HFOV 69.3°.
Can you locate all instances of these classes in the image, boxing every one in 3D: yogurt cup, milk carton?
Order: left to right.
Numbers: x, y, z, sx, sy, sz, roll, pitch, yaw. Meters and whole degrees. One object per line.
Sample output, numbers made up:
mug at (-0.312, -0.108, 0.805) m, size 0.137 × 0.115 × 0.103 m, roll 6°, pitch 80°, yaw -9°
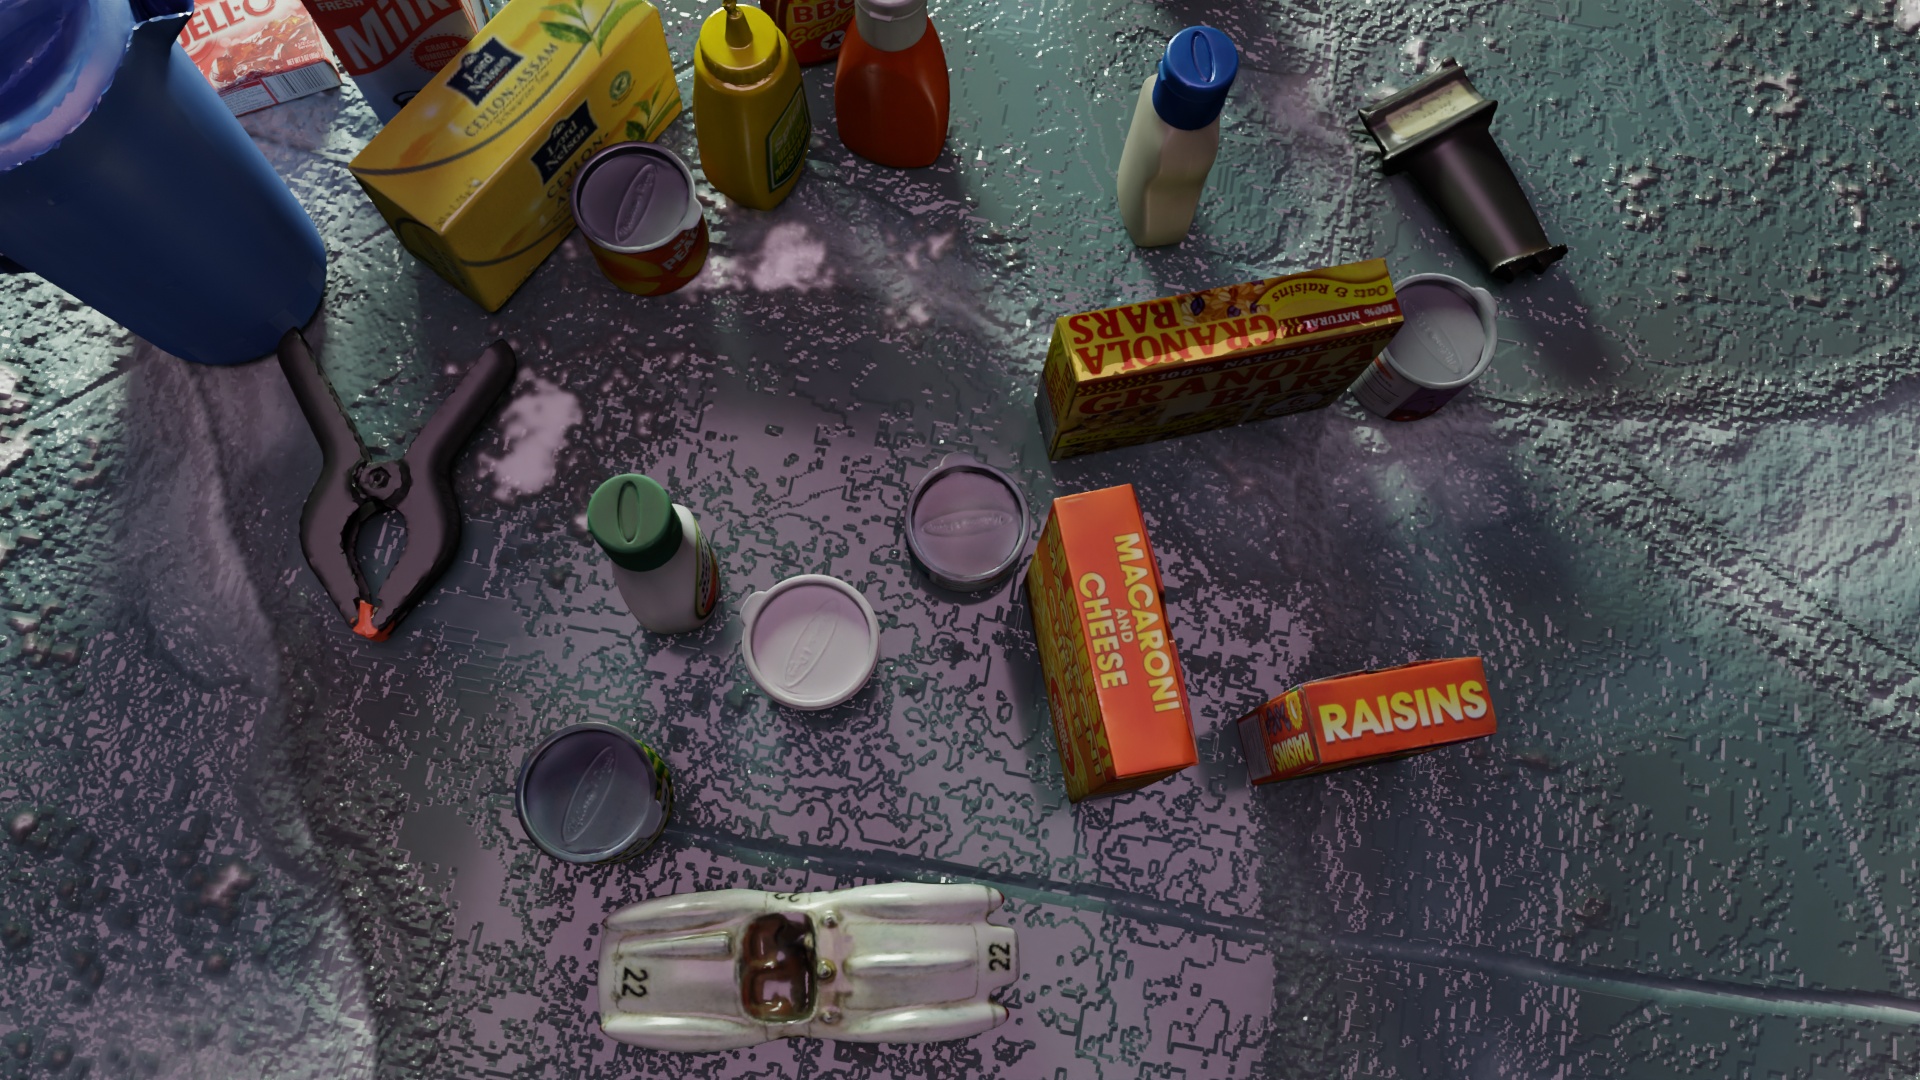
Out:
milk carton at (-0.293, -0.288, 0.718) m, size 0.072 × 0.190 × 0.073 m, roll -13°, pitch 77°, yaw -6°
yogurt cup at (-0.075, 0.056, 0.708) m, size 0.072 × 0.054 × 0.072 m, roll 1°, pitch 76°, yaw -2°

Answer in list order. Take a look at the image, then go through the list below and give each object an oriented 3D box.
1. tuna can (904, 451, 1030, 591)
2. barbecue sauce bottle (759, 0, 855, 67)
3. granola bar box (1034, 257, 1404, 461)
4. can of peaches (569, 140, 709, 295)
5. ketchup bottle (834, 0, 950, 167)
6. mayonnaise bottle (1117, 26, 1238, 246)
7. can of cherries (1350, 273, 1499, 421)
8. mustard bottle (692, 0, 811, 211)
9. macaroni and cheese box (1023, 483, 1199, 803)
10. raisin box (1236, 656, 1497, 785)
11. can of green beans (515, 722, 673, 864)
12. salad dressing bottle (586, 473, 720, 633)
tuna can at (0.003, -0.009, 0.740) m, size 0.071 × 0.032 × 0.071 m, roll 1°, pitch 75°, yaw -2°
barbecue sauce bottle at (-0.081, -0.320, 0.758) m, size 0.065 × 0.148 × 0.044 m, roll -25°, pitch 78°, yaw -8°
granola bar box at (0.127, -0.090, 0.719) m, size 0.166 × 0.124 × 0.039 m, roll -11°, pitch 77°, yaw -5°
can of peaches at (-0.172, -0.174, 0.762) m, size 0.071 × 0.058 × 0.071 m, roll 1°, pitch 76°, yaw -2°
ketchup bottle at (-0.037, -0.255, 0.742) m, size 0.065 × 0.148 × 0.043 m, roll 14°, pitch 76°, yaw 1°
mayonnaise bottle at (0.114, -0.214, 0.739) m, size 0.041 × 0.147 × 0.065 m, roll -7°, pitch 76°, yaw -4°
can of cherries at (0.254, -0.105, 0.763) m, size 0.071 × 0.058 × 0.071 m, roll 1°, pitch 76°, yaw -2°
mustard bottle at (-0.111, -0.233, 0.727) m, size 0.049 × 0.160 × 0.065 m, roll 26°, pitch 76°, yaw 4°
macaroni and cheese box at (0.066, 0.055, 0.657) m, size 0.040 × 0.166 × 0.124 m, roll -10°, pitch 76°, yaw -5°
raisin box at (0.193, 0.089, 0.676) m, size 0.086 × 0.123 × 0.040 m, roll -8°, pitch 76°, yaw -5°
can of green beans at (-0.178, 0.126, 0.683) m, size 0.071 × 0.057 × 0.071 m, roll 1°, pitch 76°, yaw -2°
salad dressing bottle at (-0.147, 0.006, 0.670) m, size 0.044 × 0.147 × 0.064 m, roll -3°, pitch 76°, yaw -3°
